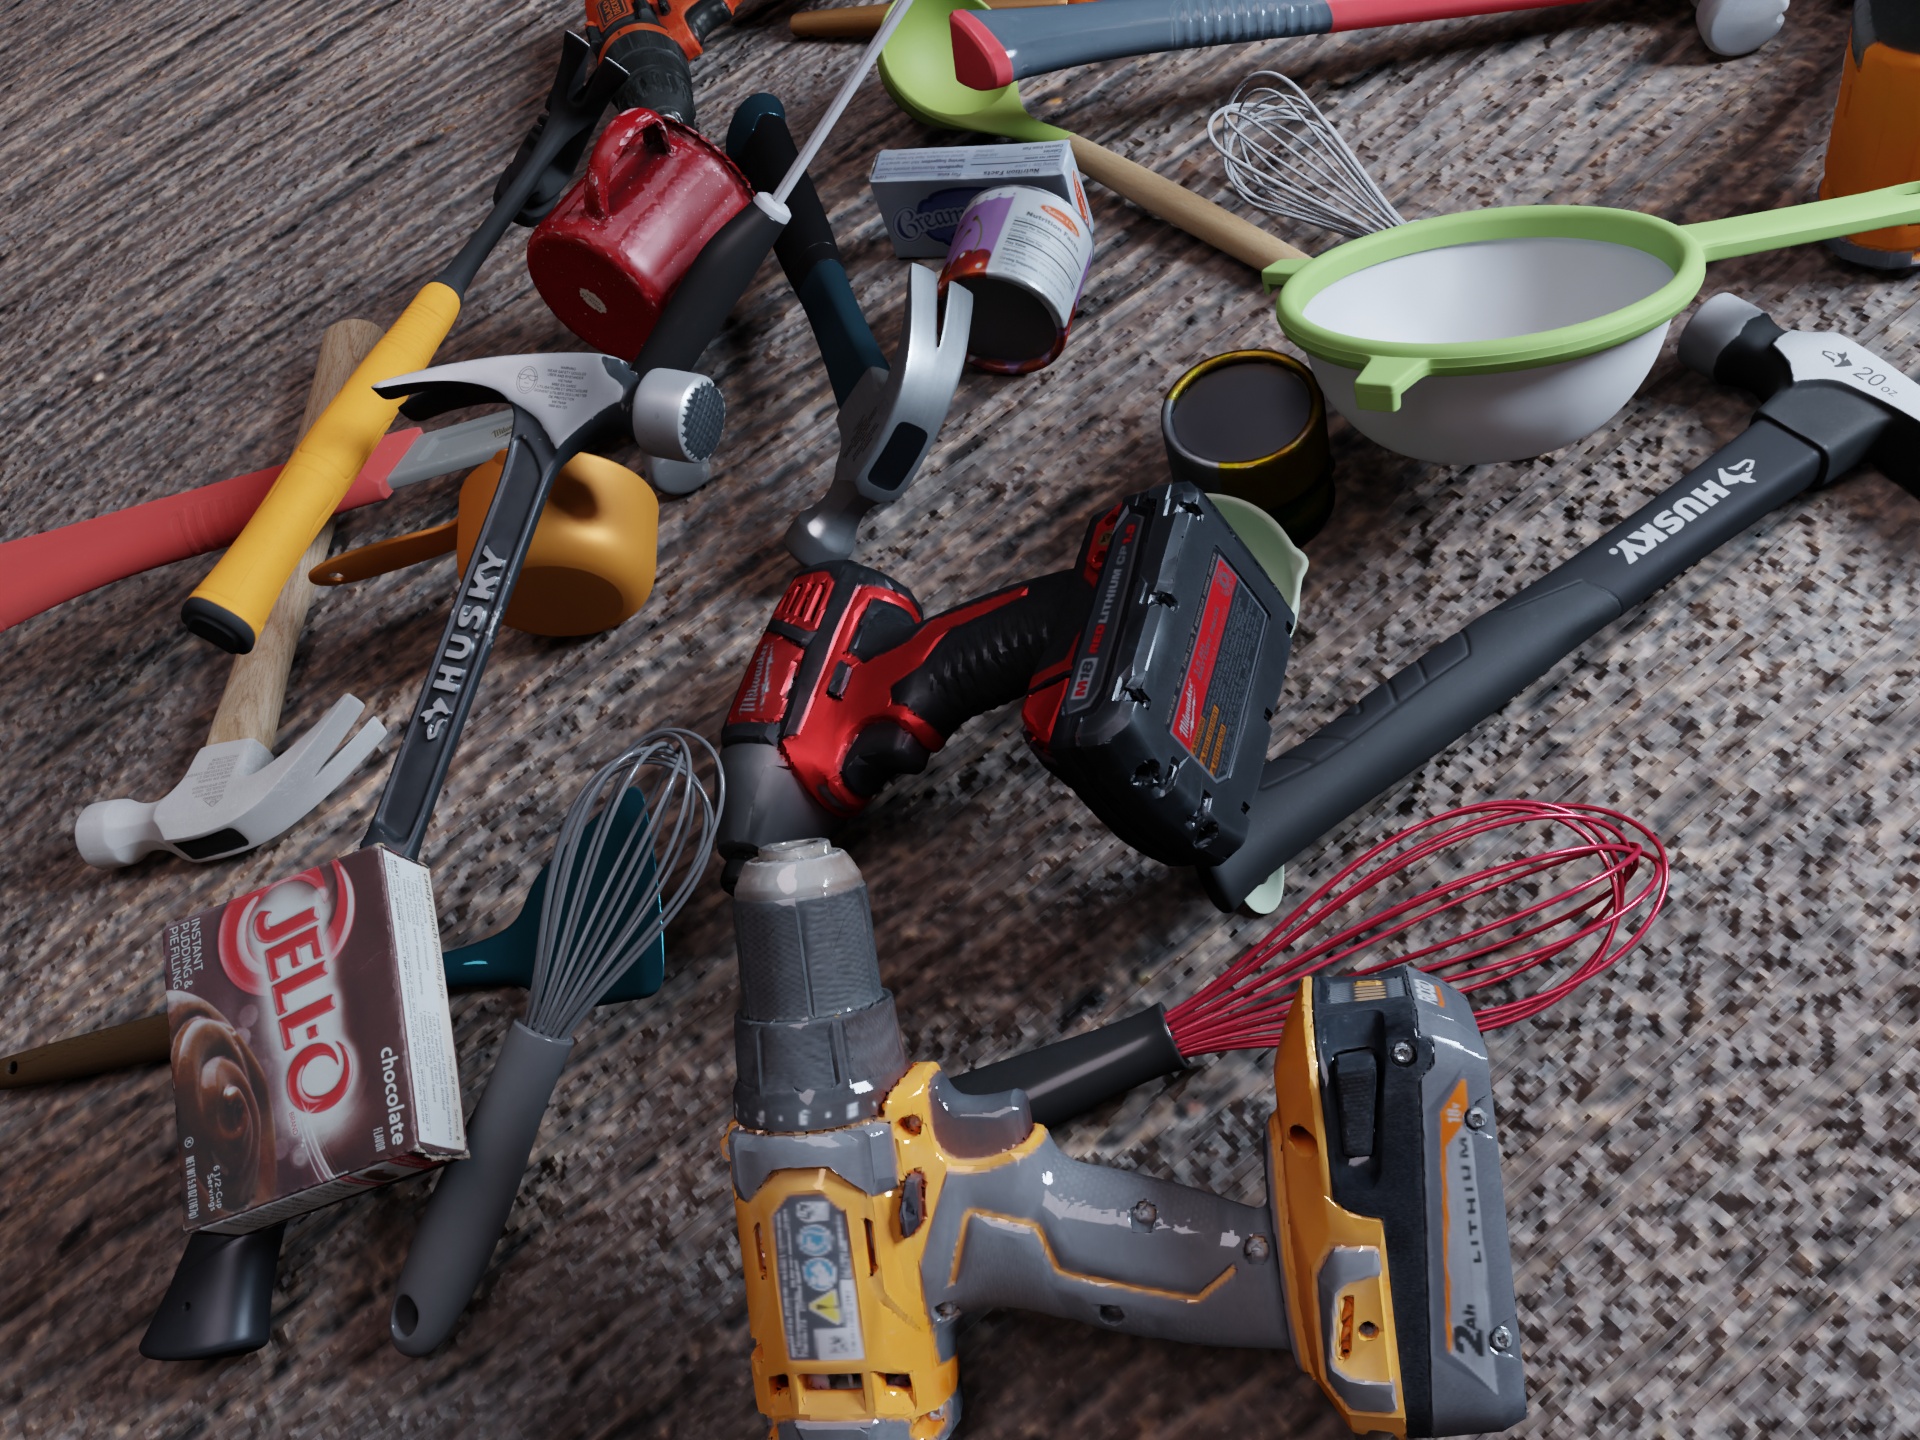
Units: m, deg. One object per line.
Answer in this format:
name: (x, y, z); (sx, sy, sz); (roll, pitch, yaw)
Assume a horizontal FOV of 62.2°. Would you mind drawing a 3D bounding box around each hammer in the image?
hammer: (-0.251, -0.173, 0.730); (0.127, 0.034, 0.337); (-31, 33, 54)
hammer: (0.187, -0.364, 0.785); (0.386, 0.038, 0.143); (-5, 54, 4)
hammer: (-0.222, 0.040, 0.614); (0.149, 0.036, 0.409); (13, 77, 19)
hammer: (-0.309, -0.121, 0.772); (0.359, 0.036, 0.149); (-19, 53, -10)
hammer: (0.218, -0.035, 0.573); (0.335, 0.035, 0.146); (-33, 53, -12)
hammer: (-0.332, -0.080, 0.794); (0.130, 0.031, 0.332); (-9, 55, 12)
hammer: (-0.072, -0.220, 0.783); (0.128, 0.033, 0.331); (-50, 40, 28)

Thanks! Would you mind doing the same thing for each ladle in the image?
ladle: (0.072, -0.286, 0.792); (0.078, 0.062, 0.320); (-36, 56, -21)

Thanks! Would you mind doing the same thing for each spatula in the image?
spatula: (-0.259, 0.107, 0.637); (0.317, 0.044, 0.082); (-15, 68, 9)
spatula: (0.042, -0.406, 0.887); (0.323, 0.081, 0.041); (10, 98, 27)

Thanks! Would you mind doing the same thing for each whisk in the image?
whisk: (0.195, -0.218, 0.714); (0.058, 0.059, 0.247); (-18, 52, -30)
whisk: (-0.145, 0.113, 0.563); (0.055, 0.055, 0.239); (22, 87, 29)
whisk: (0.089, 0.097, 0.527); (0.296, 0.073, 0.073); (-24, 53, 9)

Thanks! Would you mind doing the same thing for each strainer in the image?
strainer: (0.250, -0.149, 0.601); (0.256, 0.069, 0.152); (-11, 32, 1)

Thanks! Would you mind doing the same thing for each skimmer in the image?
skimmer: (-0.024, -0.257, 0.696); (0.363, 0.090, 0.127); (-51, 19, 18)

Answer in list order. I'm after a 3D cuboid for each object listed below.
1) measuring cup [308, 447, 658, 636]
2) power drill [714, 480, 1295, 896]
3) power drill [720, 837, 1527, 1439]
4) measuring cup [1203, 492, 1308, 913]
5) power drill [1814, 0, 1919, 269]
measuring cup: (-0.219, -0.065, 0.715); (0.173, 0.095, 0.052); (-13, 63, 12)
power drill: (-0.001, -0.002, 0.578); (0.220, 0.078, 0.143); (-7, 52, 40)
power drill: (0.037, 0.120, 0.469); (0.226, 0.084, 0.185); (-7, 92, 13)
measuring cup: (0.101, -0.005, 0.610); (0.083, 0.038, 0.168); (-11, 71, 9)
power drill: (0.401, -0.319, 0.643); (0.084, 0.164, 0.227); (11, 59, 24)
